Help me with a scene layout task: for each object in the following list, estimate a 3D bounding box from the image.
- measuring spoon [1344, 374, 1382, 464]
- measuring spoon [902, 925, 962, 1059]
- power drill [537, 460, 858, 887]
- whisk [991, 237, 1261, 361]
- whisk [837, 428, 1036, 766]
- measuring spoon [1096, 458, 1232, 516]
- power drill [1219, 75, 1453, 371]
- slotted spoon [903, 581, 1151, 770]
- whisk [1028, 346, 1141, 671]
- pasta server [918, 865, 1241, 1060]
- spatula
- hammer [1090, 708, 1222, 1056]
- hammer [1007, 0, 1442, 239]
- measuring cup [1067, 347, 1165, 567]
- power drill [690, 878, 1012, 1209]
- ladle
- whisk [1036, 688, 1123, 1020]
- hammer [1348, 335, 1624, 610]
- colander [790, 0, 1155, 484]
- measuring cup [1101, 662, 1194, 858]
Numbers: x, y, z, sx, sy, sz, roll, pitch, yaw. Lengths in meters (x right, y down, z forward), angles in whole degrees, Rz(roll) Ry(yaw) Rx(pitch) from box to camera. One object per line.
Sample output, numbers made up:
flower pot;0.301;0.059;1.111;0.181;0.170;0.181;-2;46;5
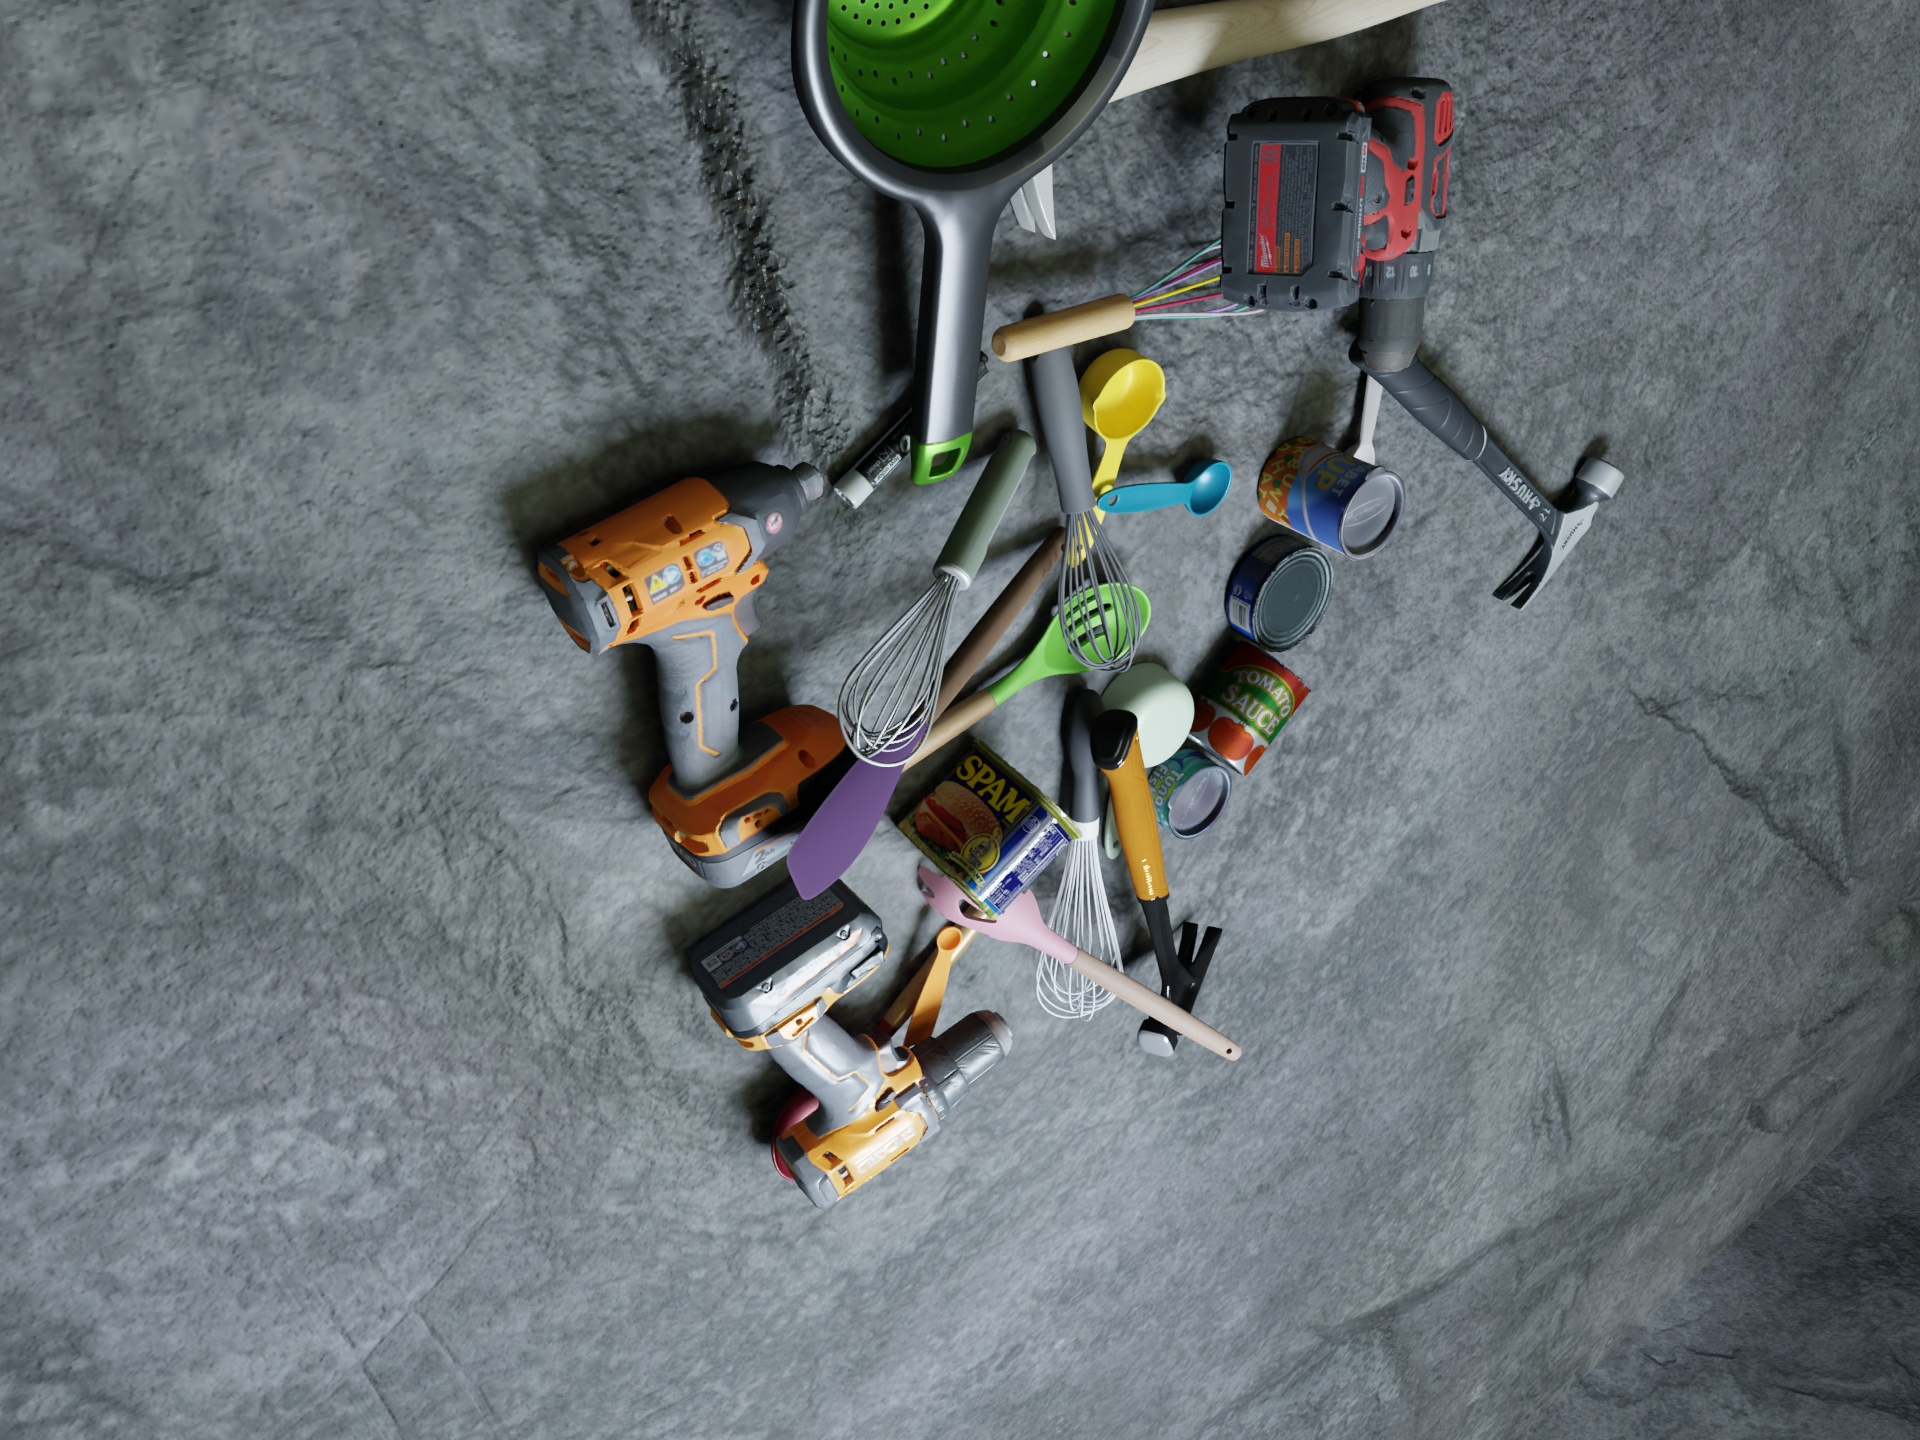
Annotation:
measuring spoon;0.300;-0.235;1.183;0.034;0.018;0.124;-15;119;-43
measuring spoon;-0.023;0.200;1.155;0.021;0.011;0.117;10;107;-27
power drill;-0.127;-0.033;0.905;0.164;0.084;0.226;-32;129;-23
whisk;0.117;-0.259;0.977;0.245;0.047;0.051;-24;121;-33
whisk;-0.008;-0.078;0.944;0.059;0.058;0.246;35;63;-19
measuring spoon;0.134;-0.158;1.080;0.128;0.021;0.042;-12;131;-38
power drill;0.246;-0.304;0.999;0.226;0.080;0.187;-29;124;-51
slotted spoon;-0.002;-0.003;1.066;0.314;0.031;0.070;-34;133;-17
whisk;0.074;-0.138;1.011;0.055;0.055;0.238;-25;116;-26
pasta server;0.099;0.181;1.183;0.316;0.040;0.060;34;101;-28
spatula;-0.012;-0.015;0.978;0.316;0.018;0.059;-54;145;-30
hammer;0.146;0.112;1.205;0.127;0.034;0.336;-60;147;-35
hammer;0.193;-0.414;0.962;0.410;0.038;0.146;-26;131;-26
measuring cup;0.088;-0.171;1.043;0.062;0.029;0.156;-13;136;-35
power drill;-0.065;0.209;1.087;0.185;0.084;0.226;-33;126;-17
ladle;-0.035;0.202;1.167;0.315;0.031;0.069;-51;132;-5
whisk;0.090;0.106;1.193;0.070;0.070;0.284;-18;121;-31
hammer;0.412;-0.210;1.266;0.408;0.036;0.149;23;102;-47
colander;-0.016;-0.306;0.826;0.204;0.095;0.396;-21;140;-26
measuring cup;0.135;0.039;1.195;0.083;0.038;0.167;-13;122;-34
